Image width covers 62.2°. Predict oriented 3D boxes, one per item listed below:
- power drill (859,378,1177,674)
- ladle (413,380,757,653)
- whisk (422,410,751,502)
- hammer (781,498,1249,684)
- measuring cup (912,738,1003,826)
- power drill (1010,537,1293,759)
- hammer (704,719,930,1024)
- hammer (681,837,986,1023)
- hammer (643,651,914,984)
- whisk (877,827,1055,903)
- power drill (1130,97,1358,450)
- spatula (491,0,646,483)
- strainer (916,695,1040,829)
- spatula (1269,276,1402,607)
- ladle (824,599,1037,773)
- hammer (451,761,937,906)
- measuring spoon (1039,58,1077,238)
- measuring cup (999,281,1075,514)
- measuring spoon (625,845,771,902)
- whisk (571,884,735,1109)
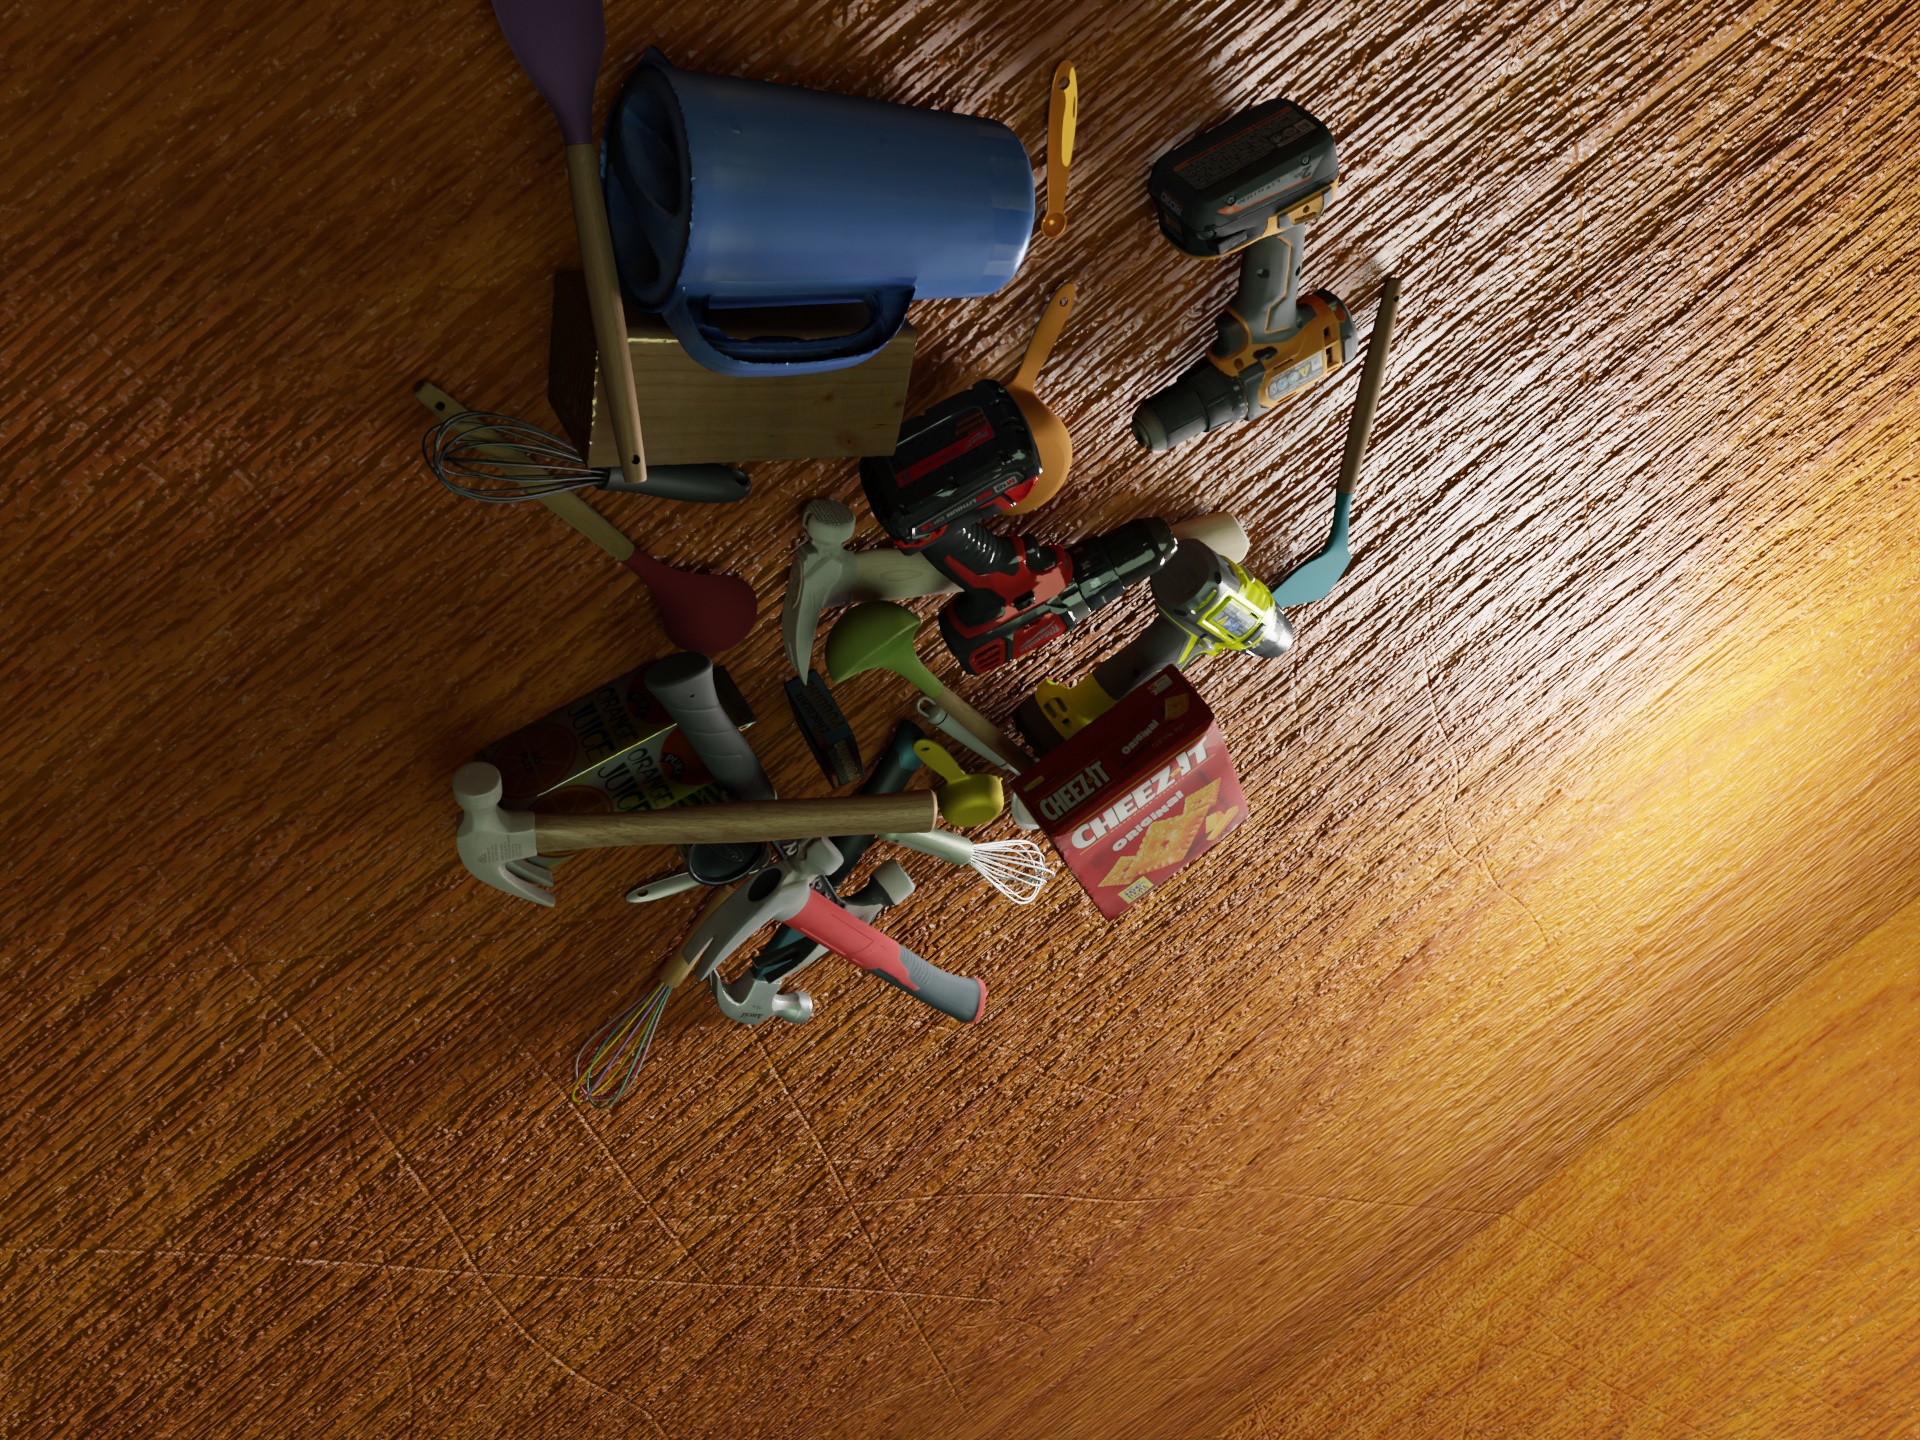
[{"bbox_3d":[0.046,-0.136,1.132,0.188,0.080,0.226,-27,144,7],"label":"power drill"},{"bbox_3d":[-0.241,-0.128,1.064,0.069,0.031,0.315,-44,136,6],"label":"ladle"},{"bbox_3d":[-0.230,-0.160,1.015,0.238,0.055,0.055,-2,128,-47],"label":"whisk"},{"bbox_3d":[0.054,-0.115,1.262,0.410,0.038,0.146,-8,132,-28],"label":"hammer"},{"bbox_3d":[-0.006,0.053,1.325,0.062,0.029,0.156,-19,154,12],"label":"measuring cup"},{"bbox_3d":[0.172,-0.040,1.354,0.228,0.080,0.190,-44,145,16],"label":"power drill"},{"bbox_3d":[-0.115,0.137,1.376,0.128,0.033,0.331,13,118,-41],"label":"hammer"},{"bbox_3d":[-0.082,0.208,1.348,0.143,0.038,0.385,-43,146,2],"label":"hammer"},{"bbox_3d":[-0.148,0.076,1.201,0.149,0.036,0.408,-37,146,-10],"label":"hammer"},{"bbox_3d":[0.006,0.118,1.407,0.246,0.058,0.059,23,73,-50],"label":"whisk"},{"bbox_3d":[0.195,-0.308,1.155,0.185,0.084,0.226,-30,142,-6],"label":"power drill"},{"bbox_3d":[-0.206,-0.286,0.866,0.059,0.018,0.315,-15,109,-23],"label":"spatula"},{"bbox_3d":[0.044,0.038,1.390,0.258,0.050,0.087,33,92,-43],"label":"strainer"},{"bbox_3d":[0.325,-0.224,1.355,0.082,0.044,0.317,-11,127,-25],"label":"spatula"},{"bbox_3d":[-0.002,-0.004,1.254,0.078,0.062,0.319,-35,141,12],"label":"ladle"},{"bbox_3d":[-0.180,0.074,1.116,0.331,0.031,0.130,-2,139,-14],"label":"hammer"},{"bbox_3d":[0.064,-0.379,1.056,0.021,0.011,0.116,-14,130,-21],"label":"measuring spoon"},{"bbox_3d":[0.055,-0.227,1.148,0.095,0.052,0.173,2,127,-35],"label":"measuring cup"},{"bbox_3d":[-0.218,0.123,1.313,0.124,0.018,0.034,-18,135,-10],"label":"measuring spoon"},{"bbox_3d":[-0.263,0.240,1.363,0.047,0.051,0.245,24,108,-38],"label":"whisk"}]
